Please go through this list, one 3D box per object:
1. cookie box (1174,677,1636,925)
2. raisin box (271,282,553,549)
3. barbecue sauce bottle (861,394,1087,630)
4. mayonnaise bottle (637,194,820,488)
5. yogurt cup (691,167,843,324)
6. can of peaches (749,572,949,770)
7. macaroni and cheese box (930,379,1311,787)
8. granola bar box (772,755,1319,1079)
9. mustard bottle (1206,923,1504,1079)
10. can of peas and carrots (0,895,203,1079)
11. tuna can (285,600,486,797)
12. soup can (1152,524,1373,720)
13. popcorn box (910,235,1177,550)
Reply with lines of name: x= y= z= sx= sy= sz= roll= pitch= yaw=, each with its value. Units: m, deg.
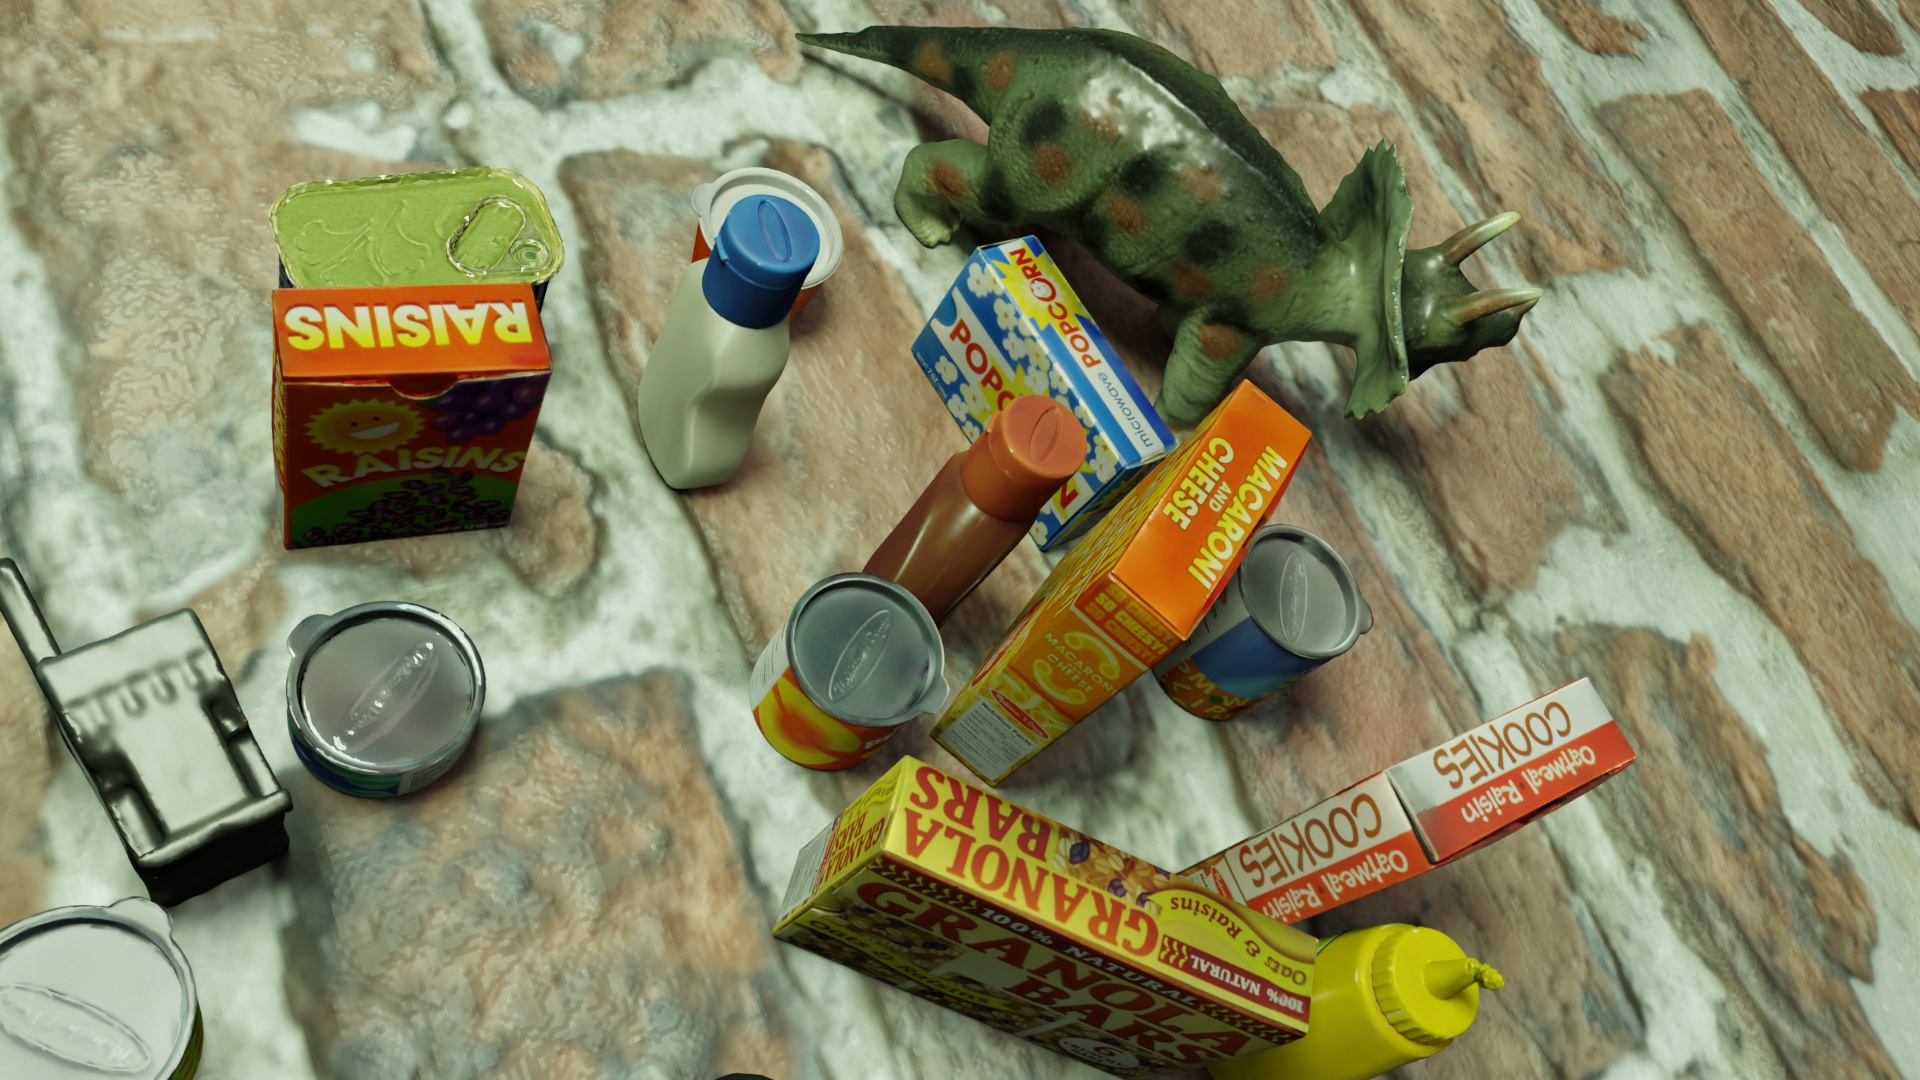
cookie box: x=0.173 y=0.119 z=0.573 sx=0.123 sy=0.166 sz=0.040 roll=-15 pitch=71 yaw=-32
raisin box: x=-0.204 y=-0.043 z=0.508 sx=0.086 sy=0.122 sz=0.040 roll=-6 pitch=66 yaw=-29
barbecue sauce bottle: x=0.002 y=-0.007 z=0.573 sx=0.043 sy=0.147 sz=0.065 roll=31 pitch=54 yaw=-8
mayonnaise bottle: x=-0.096 y=-0.080 z=0.566 sx=0.041 sy=0.147 sz=0.065 roll=-8 pitch=67 yaw=-29
yogurt cup: x=-0.095 y=-0.132 z=0.654 sx=0.072 sy=0.053 sz=0.073 roll=12 pitch=59 yaw=-20
can of peaches: x=-0.046 y=0.056 z=0.570 sx=0.071 sy=0.057 sz=0.071 roll=12 pitch=59 yaw=-20
macaroni and cheese box: x=0.064 y=0.022 z=0.576 sx=0.040 sy=0.165 sz=0.124 roll=40 pitch=54 yaw=-1
granola bar box: x=0.027 y=0.147 z=0.513 sx=0.165 sy=0.123 sz=0.039 roll=26 pitch=55 yaw=-11
mustard bottle: x=0.151 y=0.178 z=0.535 sx=0.065 sy=0.159 sz=0.049 roll=-28 pitch=78 yaw=-35
can of peas and carrots: x=-0.262 y=0.146 z=0.414 sx=0.071 sy=0.058 sz=0.071 roll=12 pitch=59 yaw=-20
tuna can: x=-0.211 y=0.057 z=0.505 sx=0.071 sy=0.032 sz=0.071 roll=12 pitch=59 yaw=-20
soup can: x=0.139 y=0.041 z=0.652 sx=0.071 sy=0.083 sz=0.071 roll=12 pitch=59 yaw=-20
popcorn box: x=0.037 y=-0.069 z=0.664 sx=0.038 sy=0.084 sz=0.127 roll=-24 pitch=76 yaw=-34
